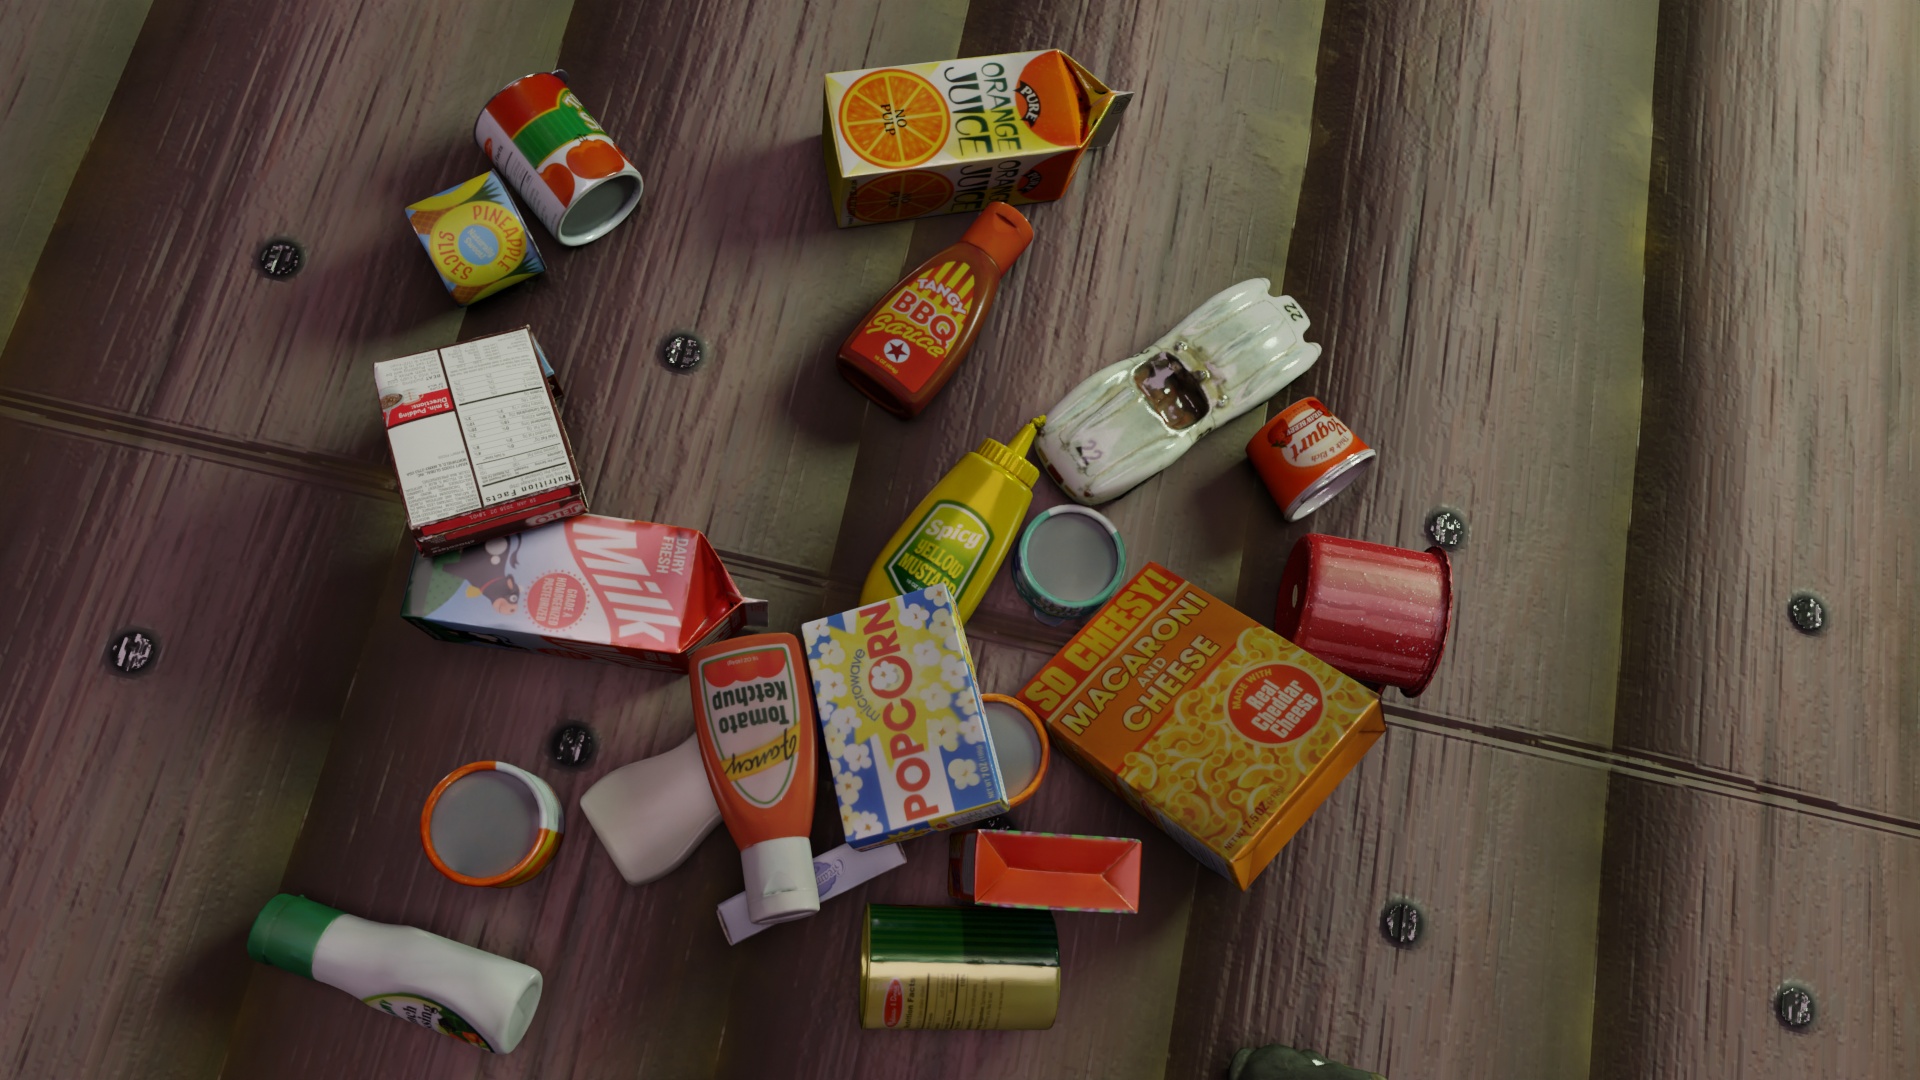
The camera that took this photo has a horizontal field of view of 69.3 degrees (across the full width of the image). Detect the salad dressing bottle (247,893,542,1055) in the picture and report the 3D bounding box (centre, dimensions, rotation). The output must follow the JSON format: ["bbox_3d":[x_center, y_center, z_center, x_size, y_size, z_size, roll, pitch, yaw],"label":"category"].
[{"bbox_3d":[-0.297,0.225,0.730,0.148,0.064,0.044,16,55,6],"label":"salad dressing bottle"}]

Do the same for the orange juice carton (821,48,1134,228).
[{"bbox_3d":[0.011,-0.259,0.889,0.193,0.071,0.073,-9,78,-9],"label":"orange juice carton"}]

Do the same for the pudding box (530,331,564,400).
[{"bbox_3d":[-0.280,-0.086,0.818,0.084,0.049,0.030,-30,83,-14],"label":"pudding box"}]

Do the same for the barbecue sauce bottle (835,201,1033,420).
[{"bbox_3d":[-0.011,-0.149,0.872,0.065,0.043,0.149,37,74,4],"label":"barbecue sauce bottle"}]

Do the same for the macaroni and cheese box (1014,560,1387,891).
[{"bbox_3d":[0.131,0.098,0.781,0.124,0.040,0.167,-43,48,-16],"label":"macaroni and cheese box"}]

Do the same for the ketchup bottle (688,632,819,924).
[{"bbox_3d":[-0.104,0.126,0.740,0.065,0.043,0.149,-10,68,-6],"label":"ketchup bottle"}]

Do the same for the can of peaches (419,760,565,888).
[{"bbox_3d":[-0.254,0.156,0.752,0.071,0.058,0.071,2,75,-7],"label":"can of peaches"}]

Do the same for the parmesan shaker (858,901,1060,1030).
[{"bbox_3d":[-0.002,0.235,0.761,0.103,0.071,0.071,3,75,-7],"label":"parmesan shaker"}]

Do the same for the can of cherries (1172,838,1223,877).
[{"bbox_3d":[0.150,0.150,0.799,0.071,0.071,0.058,44,75,5],"label":"can of cherries"}]

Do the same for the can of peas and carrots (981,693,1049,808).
[{"bbox_3d":[0.017,0.123,0.795,0.071,0.058,0.071,2,76,-6],"label":"can of peas and carrots"}]

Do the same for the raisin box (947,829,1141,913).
[{"bbox_3d":[0.041,0.177,0.750,0.086,0.123,0.040,4,77,-6],"label":"raisin box"}]

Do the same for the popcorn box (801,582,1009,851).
[{"bbox_3d":[-0.031,0.095,0.751,0.085,0.038,0.127,-17,67,4],"label":"popcorn box"}]

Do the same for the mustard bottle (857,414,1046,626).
[{"bbox_3d":[0.003,-0.010,0.820,0.065,0.049,0.160,33,87,4],"label":"mustard bottle"}]

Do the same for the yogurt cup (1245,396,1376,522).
[{"bbox_3d":[0.215,-0.052,0.865,0.072,0.072,0.054,-31,73,-14],"label":"yogurt cup"}]

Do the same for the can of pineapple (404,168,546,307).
[{"bbox_3d":[-0.290,-0.180,0.832,0.058,0.071,0.071,-29,81,-12],"label":"can of pineapple"}]

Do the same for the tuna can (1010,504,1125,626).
[{"bbox_3d":[0.065,0.015,0.843,0.071,0.032,0.071,2,75,-7],"label":"tuna can"}]

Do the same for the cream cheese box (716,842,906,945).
[{"bbox_3d":[-0.083,0.189,0.768,0.104,0.053,0.024,-23,82,-12],"label":"cream cheese box"}]

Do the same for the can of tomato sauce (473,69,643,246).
[{"bbox_3d":[-0.244,-0.234,0.853,0.071,0.071,0.083,-38,84,-14],"label":"can of tomato sauce"}]

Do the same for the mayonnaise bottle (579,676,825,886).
[{"bbox_3d":[-0.135,0.130,0.784,0.148,0.041,0.065,-32,78,-15],"label":"mayonnaise bottle"}]

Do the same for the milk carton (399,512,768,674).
[{"bbox_3d":[-0.204,0.029,0.785,0.191,0.072,0.073,9,74,-5],"label":"milk carton"}]
